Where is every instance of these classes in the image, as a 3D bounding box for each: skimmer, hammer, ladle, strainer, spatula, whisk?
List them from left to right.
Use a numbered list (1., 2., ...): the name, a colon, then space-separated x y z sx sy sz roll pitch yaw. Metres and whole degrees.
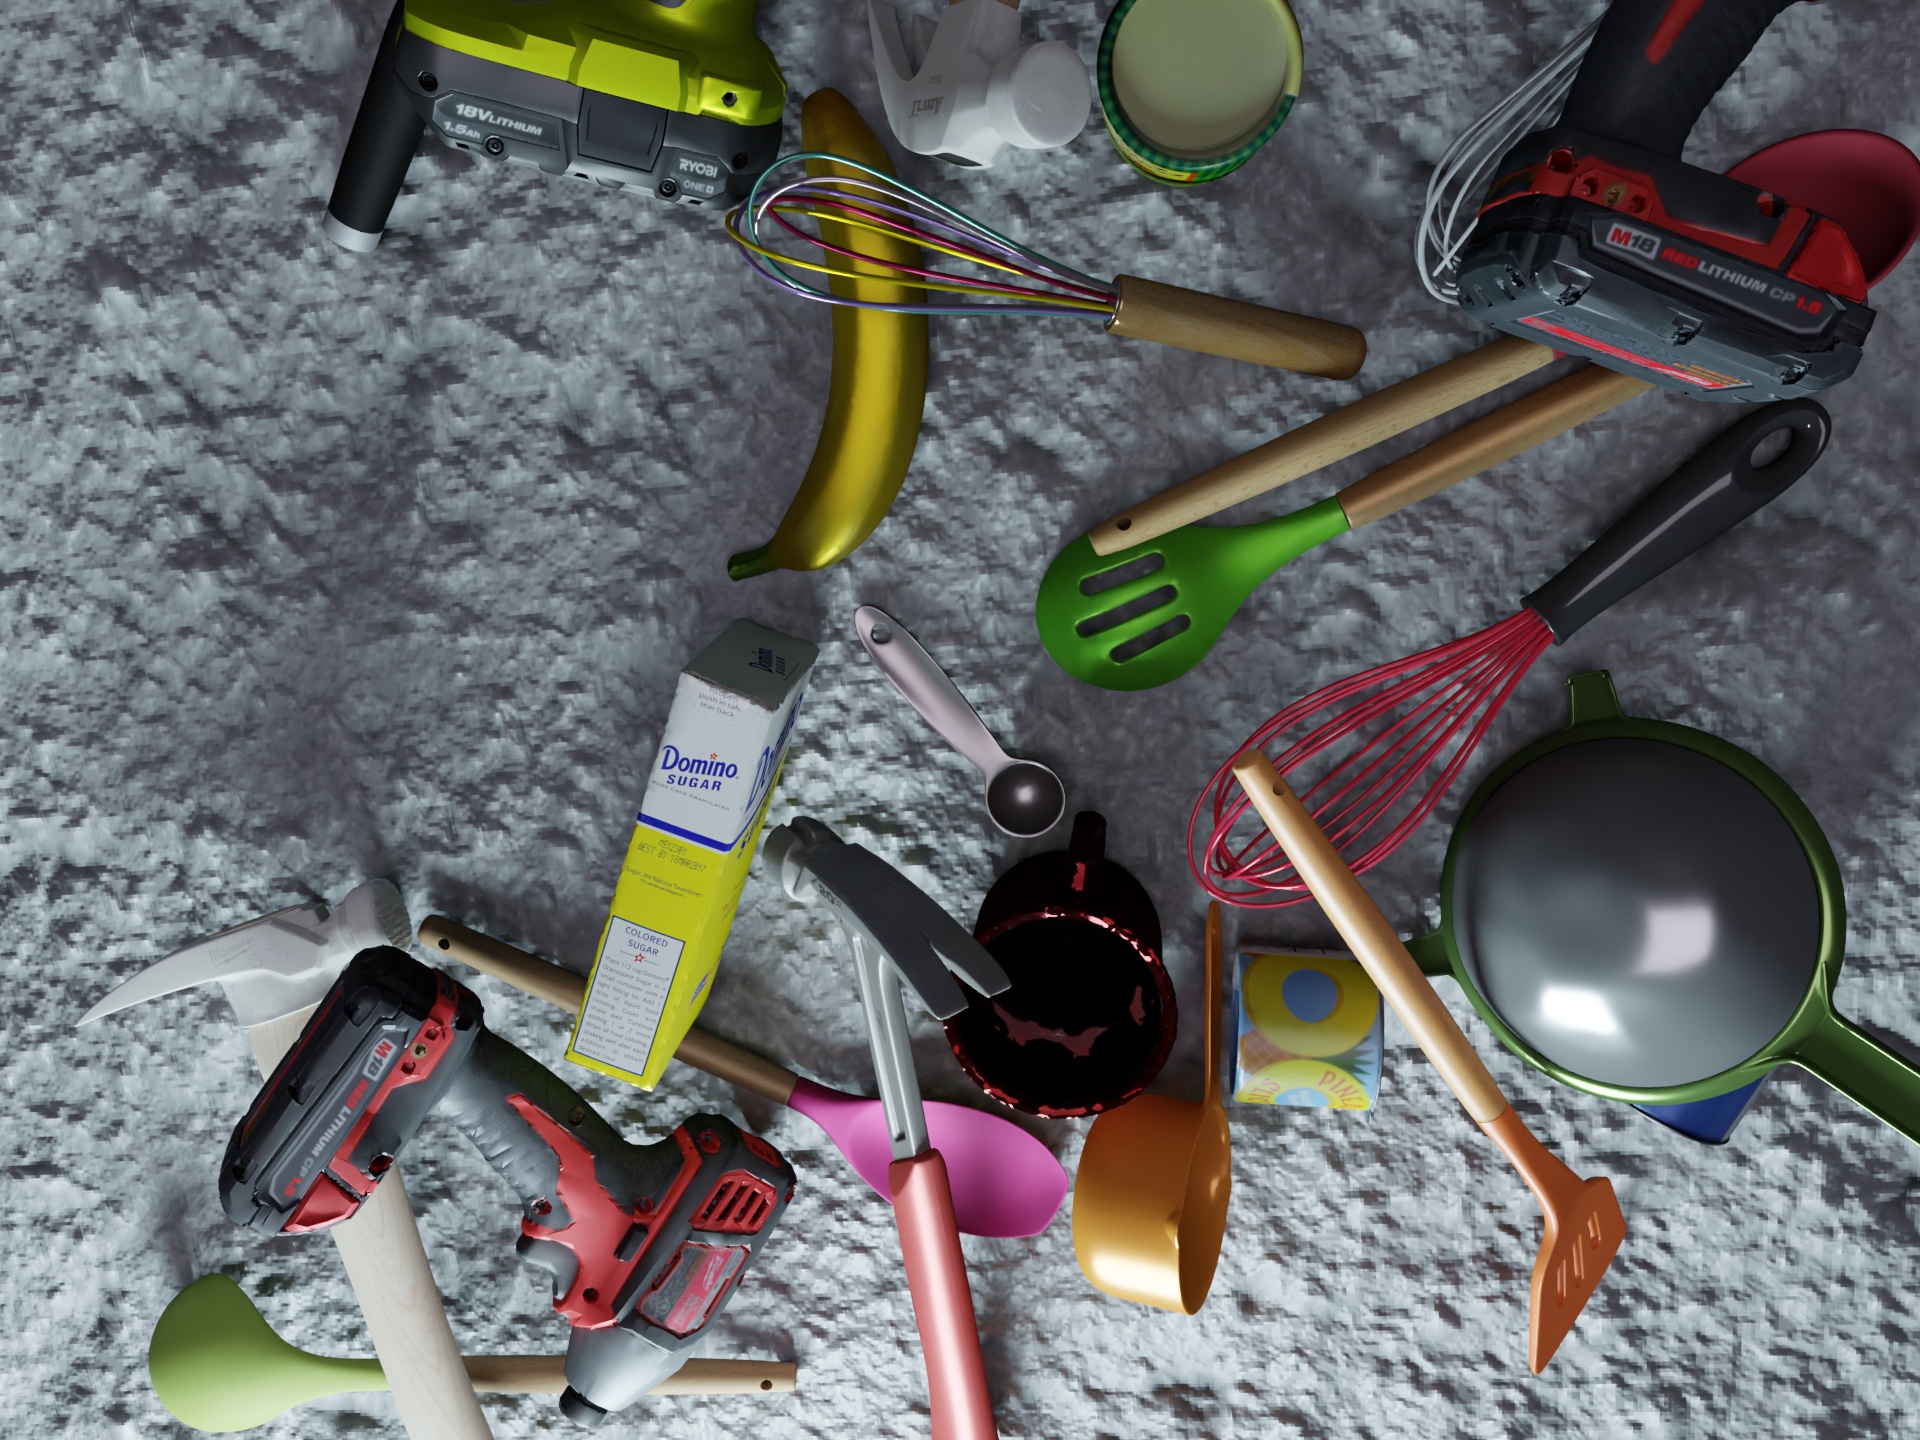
1. hammer: -0.262 0.286 0.736 0.146 0.038 0.410 -19 96 0
2. ladle: -0.240 0.315 0.785 0.320 0.062 0.078 1 102 -1
3. skimmer: -0.150 -0.340 0.585 0.127 0.090 0.363 32 117 -5
4. hammer: -0.010 0.218 0.674 0.036 0.149 0.358 -22 119 -24
5. whisk: 0.035 -0.162 0.587 0.245 0.047 0.051 9 98 -12
6. hammer: 0.035 -0.352 0.529 0.031 0.130 0.331 10 98 -30
7. spatula: 0.191 0.136 0.632 0.081 0.041 0.322 -45 110 -23
8. ladle: 0.194 -0.130 0.594 0.315 0.031 0.069 -23 67 11
9. whisk: 0.211 -0.025 0.621 0.296 0.073 0.073 -39 98 9
10. whisk: 0.244 -0.255 0.558 0.059 0.058 0.246 25 108 -37
11. strainer: 0.281 0.102 0.573 0.257 0.069 0.151 39 111 32

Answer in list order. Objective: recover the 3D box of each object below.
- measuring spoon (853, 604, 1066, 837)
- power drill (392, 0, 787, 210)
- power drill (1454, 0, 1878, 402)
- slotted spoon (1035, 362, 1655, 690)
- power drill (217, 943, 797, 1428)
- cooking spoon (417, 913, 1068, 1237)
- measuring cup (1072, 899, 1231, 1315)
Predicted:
1. measuring spoon: -0.001 -0.002 0.675 0.034 0.018 0.124 -41 91 15
2. power drill: -0.117 -0.302 0.516 0.190 0.080 0.228 8 125 -20
3. power drill: 0.277 -0.219 0.507 0.188 0.080 0.226 18 98 -4
4. slotted spoon: 0.172 -0.095 0.619 0.314 0.031 0.070 -25 95 11
5. power drill: -0.193 0.205 0.685 0.219 0.078 0.143 36 82 -20
6. cooking spoon: -0.100 0.158 0.728 0.319 0.017 0.068 24 112 -1
7. measuring cup: 0.084 0.163 0.686 0.052 0.095 0.174 2 85 23
